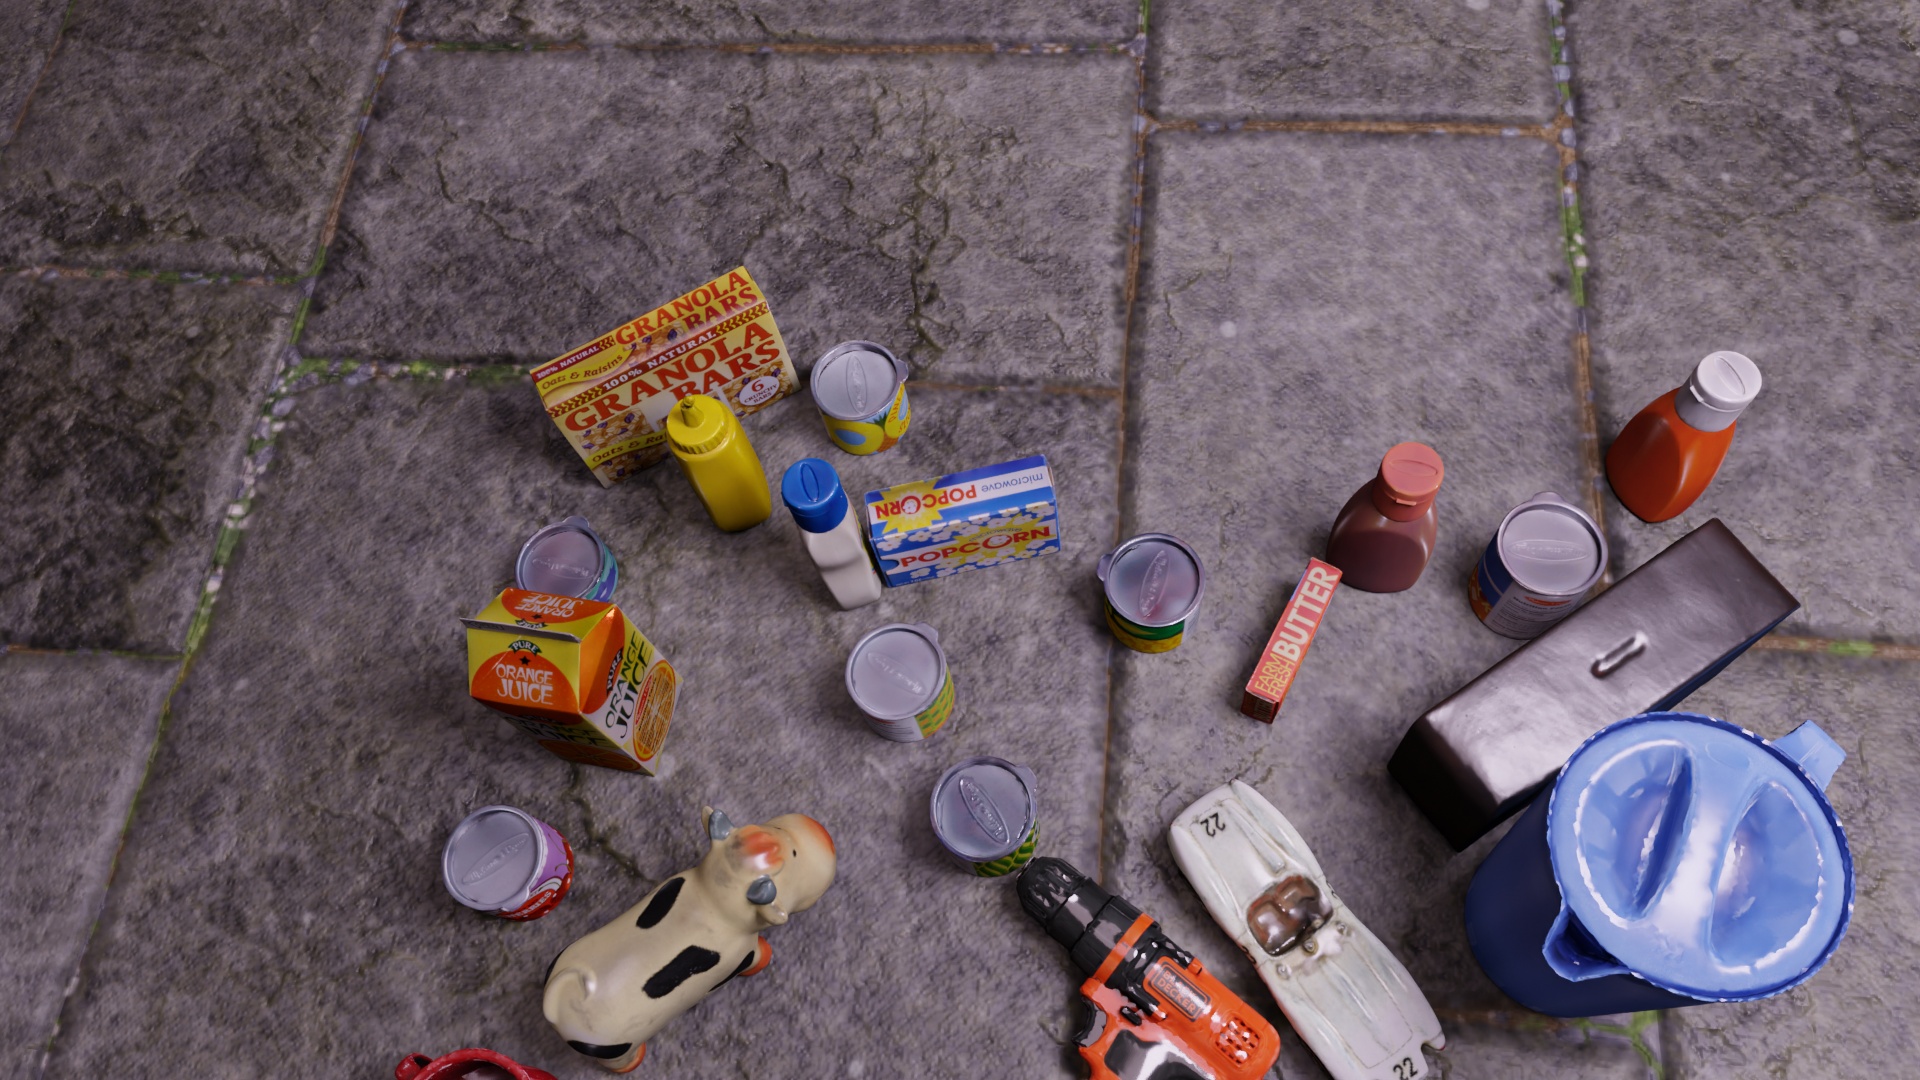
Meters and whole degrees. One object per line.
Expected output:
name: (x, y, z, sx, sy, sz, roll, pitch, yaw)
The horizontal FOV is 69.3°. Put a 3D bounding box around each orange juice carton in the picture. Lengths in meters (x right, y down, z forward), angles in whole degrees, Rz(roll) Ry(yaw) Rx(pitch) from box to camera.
orange juice carton: (-0.243, 0.086, 0.874, 0.072, 0.192, 0.073, 8, 68, 10)

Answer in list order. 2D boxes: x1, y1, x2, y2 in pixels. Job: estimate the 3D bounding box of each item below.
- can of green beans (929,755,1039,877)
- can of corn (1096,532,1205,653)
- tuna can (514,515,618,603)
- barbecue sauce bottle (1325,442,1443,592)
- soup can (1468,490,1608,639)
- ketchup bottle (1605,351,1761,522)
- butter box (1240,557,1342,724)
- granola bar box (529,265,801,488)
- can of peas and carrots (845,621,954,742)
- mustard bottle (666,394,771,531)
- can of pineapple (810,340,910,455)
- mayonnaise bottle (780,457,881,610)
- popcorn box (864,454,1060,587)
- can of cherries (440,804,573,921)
can of green beans: (0.017, 0.176, 0.880, 0.071, 0.057, 0.071, -2, 66, 5)
can of corn: (0.127, 0.035, 0.931, 0.071, 0.058, 0.071, -2, 66, 5)
tuna can: (-0.281, 0.020, 0.995, 0.071, 0.032, 0.071, -2, 66, 5)
barbecue sauce bottle: (0.275, -0.013, 0.887, 0.065, 0.148, 0.044, 12, 68, 11)
soup can: (0.371, 0.018, 0.899, 0.071, 0.083, 0.071, -2, 66, 5)
ketchup bottle: (0.463, -0.068, 0.891, 0.043, 0.148, 0.065, -21, 66, -3)
butter box: (0.216, 0.067, 0.910, 0.024, 0.053, 0.104, 25, 71, 16)
granola bar box: (-0.207, -0.115, 0.997, 0.166, 0.123, 0.039, -28, 67, -6)
can of peas and carrots: (-0.038, 0.093, 0.922, 0.071, 0.058, 0.071, -2, 66, 5)
mustard bottle: (-0.169, -0.061, 0.949, 0.049, 0.159, 0.065, -21, 66, -3)
can of pineapple: (-0.070, -0.103, 1.014, 0.071, 0.057, 0.071, -2, 66, 5)
mayonnaise bottle: (-0.085, -0.006, 0.922, 0.041, 0.147, 0.065, -18, 66, -2)
popcorn box: (0.003, -0.012, 0.950, 0.127, 0.085, 0.038, -12, 66, 1)
can of cherries: (-0.290, 0.212, 0.896, 0.071, 0.058, 0.072, -2, 66, 5)
